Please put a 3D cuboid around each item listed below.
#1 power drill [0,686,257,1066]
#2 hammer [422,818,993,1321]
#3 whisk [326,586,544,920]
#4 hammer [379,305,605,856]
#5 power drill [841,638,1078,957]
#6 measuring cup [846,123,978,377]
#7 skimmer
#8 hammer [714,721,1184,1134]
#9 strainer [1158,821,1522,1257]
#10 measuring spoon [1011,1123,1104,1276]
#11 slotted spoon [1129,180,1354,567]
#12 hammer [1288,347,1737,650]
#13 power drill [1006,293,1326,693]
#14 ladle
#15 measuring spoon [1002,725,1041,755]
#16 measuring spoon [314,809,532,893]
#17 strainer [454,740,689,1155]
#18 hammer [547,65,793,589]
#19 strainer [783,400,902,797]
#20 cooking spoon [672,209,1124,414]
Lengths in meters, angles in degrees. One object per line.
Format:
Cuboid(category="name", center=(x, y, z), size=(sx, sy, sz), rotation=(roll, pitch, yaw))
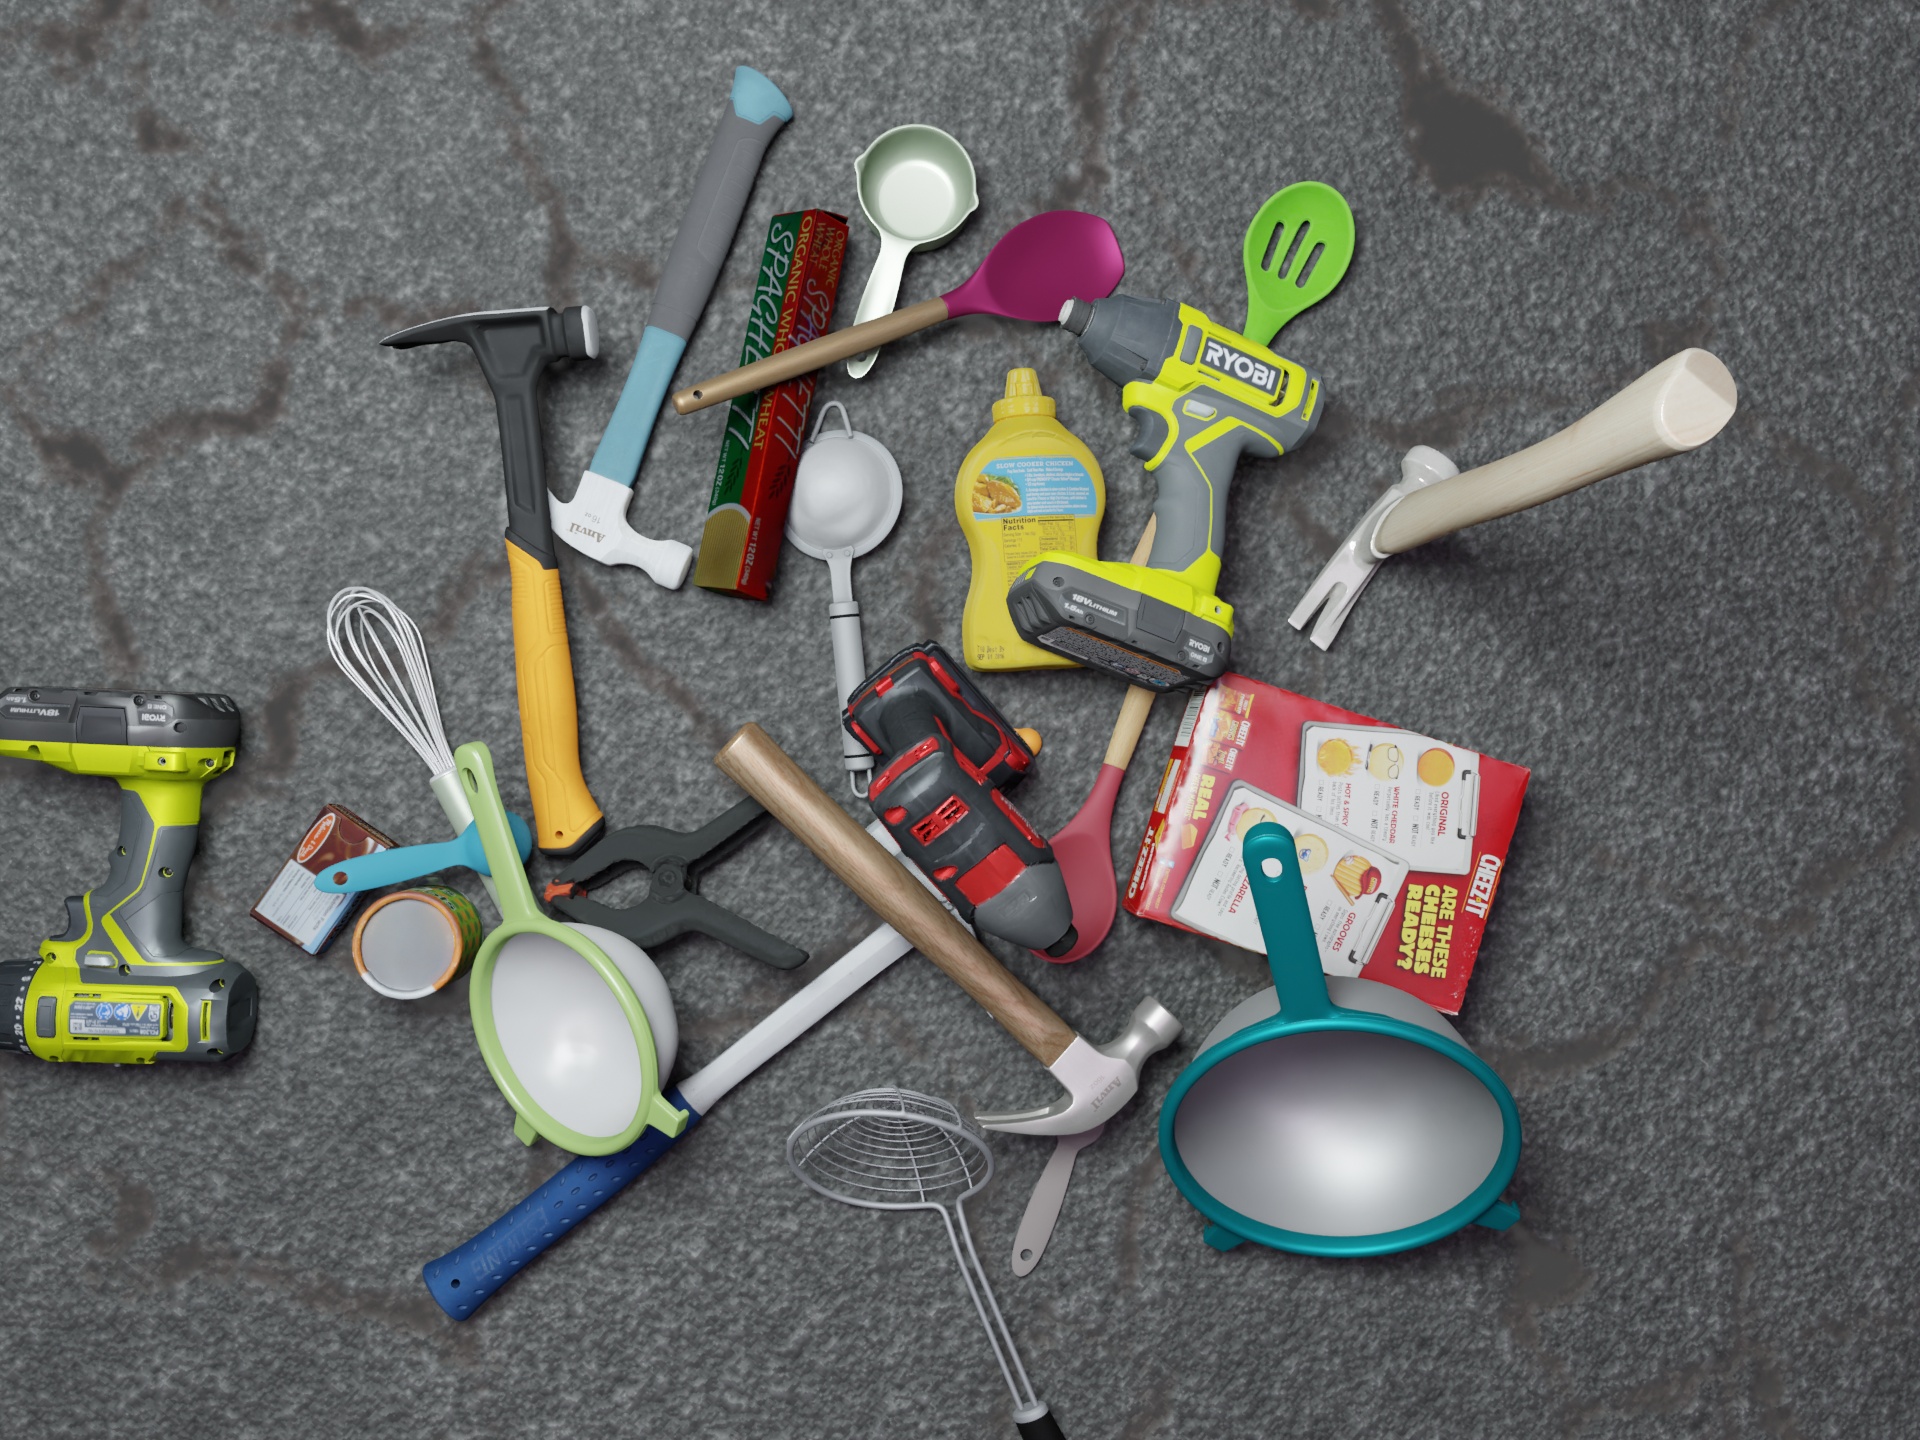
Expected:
Cuboid(category="power drill", center=(-0.531, 0.095, 0.967), size=(0.190, 0.080, 0.228), rotation=(3, 91, -4))
Cuboid(category="hammer", center=(-0.159, 0.238, 1.003), size=(0.405, 0.035, 0.144), rotation=(-38, 91, -4))
Cuboid(category="whisk", center=(-0.325, 0.026, 0.999), size=(0.058, 0.059, 0.246), rotation=(-25, 94, 33))
Cuboid(category="hammer", center=(-0.271, -0.081, 0.985), size=(0.127, 0.034, 0.337), rotation=(-5, 97, 1))
Cuboid(category="power drill", center=(0.002, 0.046, 0.916), size=(0.078, 0.220, 0.143), rotation=(-40, 110, 7))
Cuboid(category="measuring cup", center=(-0.043, -0.298, 1.028), size=(0.083, 0.038, 0.167), rotation=(18, 90, -3))
Cuboid(category="skimmer", center=(0.009, 0.389, 0.981), size=(0.127, 0.090, 0.363), rotation=(-22, 93, 26))
Cuboid(category="hammer", center=(-0.022, 0.127, 0.976), size=(0.331, 0.031, 0.130), rotation=(43, 83, -5))
Cuboid(category="strainer", center=(0.211, 0.176, 0.946), size=(0.211, 0.095, 0.340), rotation=(-10, 122, 15))
Cuboid(category="measuring spoon", center=(0.061, 0.301, 1.023), size=(0.034, 0.018, 0.124), rotation=(22, 88, -3))
Cuboid(category="slotted spoon", center=(0.169, -0.206, 1.042), size=(0.070, 0.031, 0.314), rotation=(26, 89, -4))
Cuboid(category="hammer", center=(0.280, -0.116, 0.852), size=(0.038, 0.410, 0.146), rotation=(37, 87, -2))
Cuboid(category="power drill", center=(0.116, -0.144, 0.971), size=(0.171, 0.080, 0.223), rotation=(21, 77, -13))
Cuboid(category="ladle", center=(0.108, 0.005, 1.032), size=(0.069, 0.031, 0.315), rotation=(21, 85, -7))
Cuboid(category="measuring spoon", center=(-0.002, -0.003, 1.032), size=(0.117, 0.011, 0.021), rotation=(22, 87, -3))
Cuboid(category="measuring spoon", center=(-0.322, 0.084, 0.960), size=(0.128, 0.021, 0.042), rotation=(-12, 92, -24))
Cuboid(category="strainer", center=(-0.237, 0.130, 0.956), size=(0.151, 0.069, 0.256), rotation=(-15, 95, 36))
Cuboid(category="hammer", center=(-0.182, -0.259, 1.019), size=(0.128, 0.033, 0.331), rotation=(21, 87, -4))
Cuboid(category="strainer", center=(-0.074, -0.079, 1.018), size=(0.087, 0.050, 0.258), rotation=(-5, 92, 12))
Cuboid(category="cooking spoon", center=(-0.034, -0.252, 1.002), size=(0.319, 0.017, 0.068), rotation=(-25, 98, -19))
